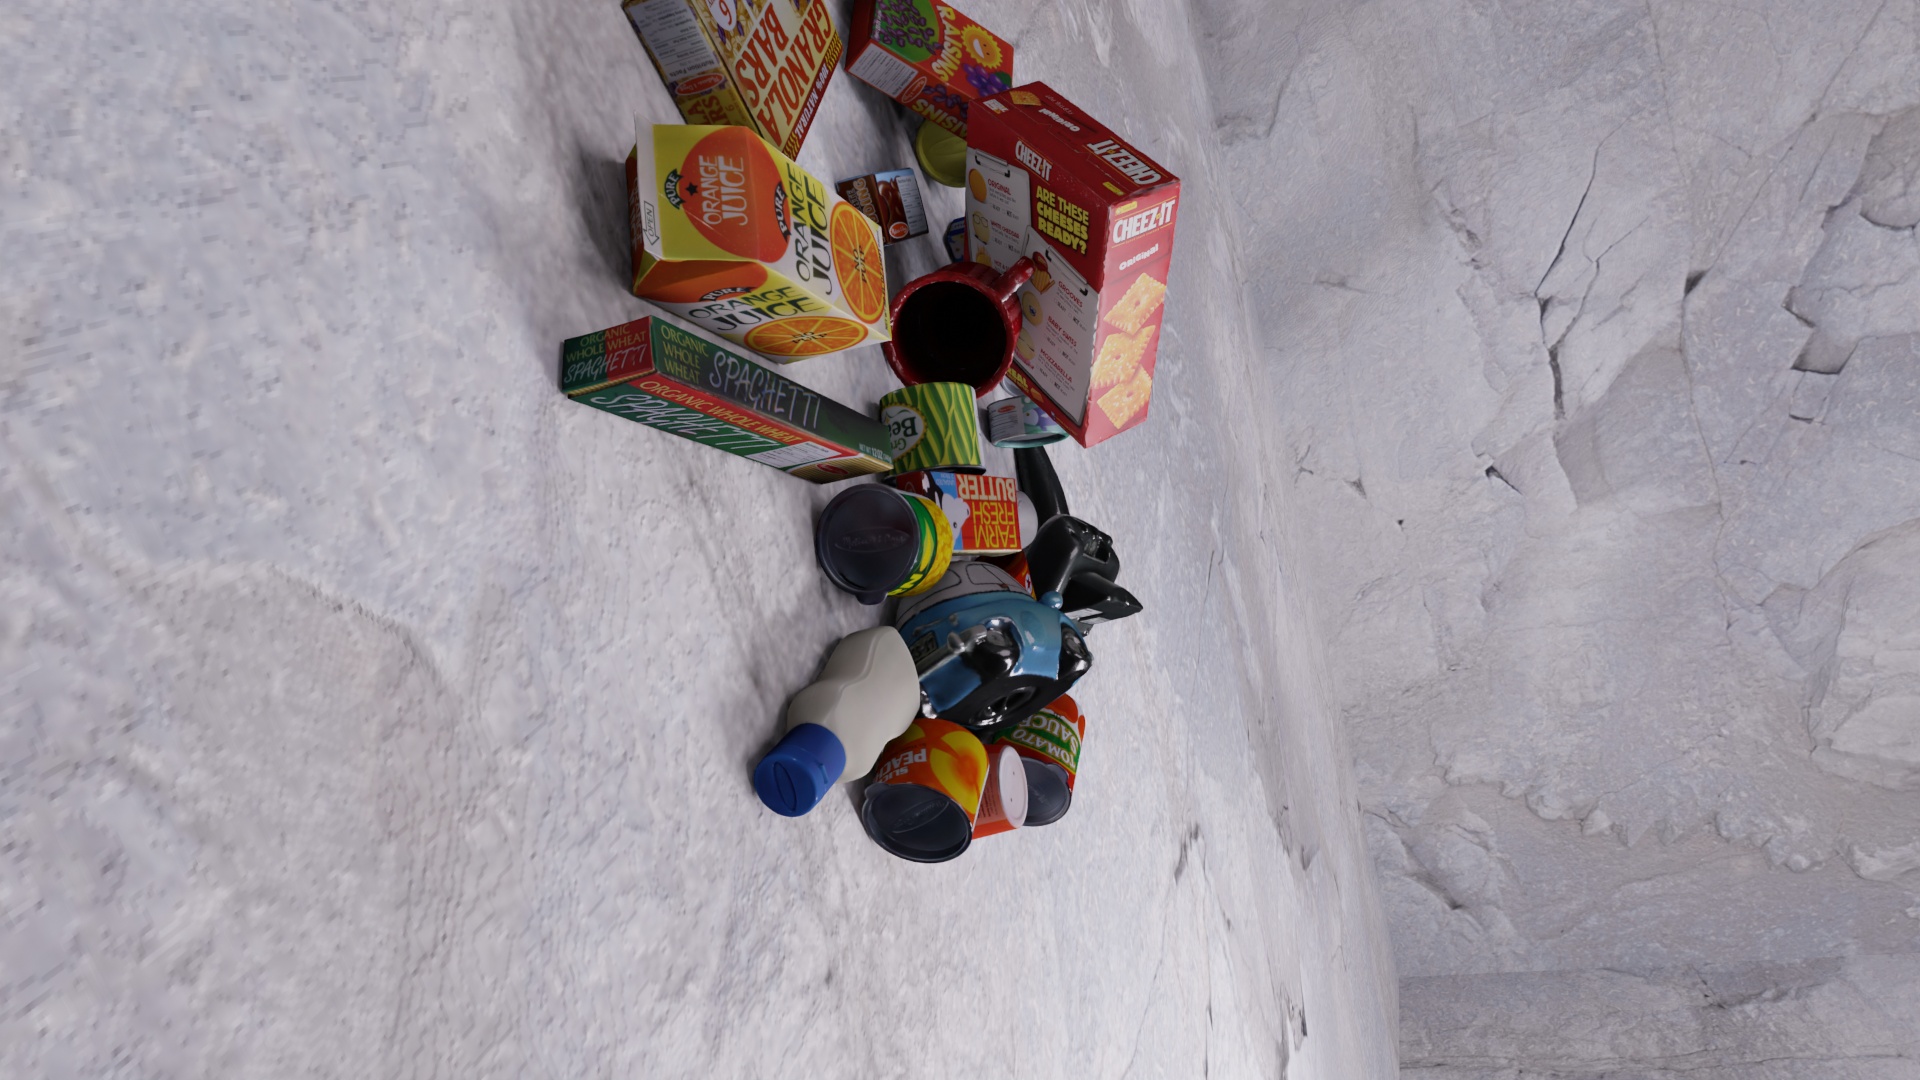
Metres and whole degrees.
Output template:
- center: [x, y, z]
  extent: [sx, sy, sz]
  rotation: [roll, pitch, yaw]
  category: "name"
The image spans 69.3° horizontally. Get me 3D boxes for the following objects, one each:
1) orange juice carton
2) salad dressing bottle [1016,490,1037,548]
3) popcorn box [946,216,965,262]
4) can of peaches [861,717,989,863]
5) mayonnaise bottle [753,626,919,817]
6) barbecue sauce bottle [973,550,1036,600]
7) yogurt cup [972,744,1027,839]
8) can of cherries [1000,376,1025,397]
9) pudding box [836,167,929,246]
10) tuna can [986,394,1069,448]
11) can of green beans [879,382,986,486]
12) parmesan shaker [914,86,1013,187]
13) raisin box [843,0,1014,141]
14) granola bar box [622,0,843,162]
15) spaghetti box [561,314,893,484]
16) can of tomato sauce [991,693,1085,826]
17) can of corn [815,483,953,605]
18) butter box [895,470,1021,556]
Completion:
- center: [-0.110, -0.153, 0.719]
  extent: [0.192, 0.073, 0.072]
  rotation: [18, 64, -67]
  category: "orange juice carton"
- center: [0.003, -0.012, 0.977]
  extent: [0.148, 0.064, 0.044]
  rotation: [-1, 70, -62]
  category: "salad dressing bottle"
- center: [0.062, -0.234, 1.133]
  extent: [0.038, 0.126, 0.085]
  rotation: [-78, 151, -55]
  category: "popcorn box"
- center: [-0.021, 0.147, 0.827]
  extent: [0.058, 0.071, 0.071]
  rotation: [-71, 145, -52]
  category: "can of peaches"
- center: [-0.066, 0.101, 0.765]
  extent: [0.149, 0.041, 0.064]
  rotation: [-45, 122, -64]
  category: "mayonnaise bottle"
- center: [0.046, 0.082, 1.062]
  extent: [0.065, 0.043, 0.148]
  rotation: [-59, 135, -63]
  category: "barbecue sauce bottle"
- center: [0.010, 0.165, 0.916]
  extent: [0.072, 0.054, 0.072]
  rotation: [-12, 91, -69]
  category: "yogurt cup"
- center: [0.069, -0.162, 1.198]
  extent: [0.071, 0.071, 0.058]
  rotation: [51, 35, -53]
  category: "can of cherries"
- center: [-0.053, -0.231, 0.967]
  extent: [0.084, 0.030, 0.049]
  rotation: [-45, 124, -65]
  category: "pudding box"
- center: [0.058, -0.098, 1.142]
  extent: [0.071, 0.071, 0.033]
  rotation: [10, 73, -68]
  category: "tuna can"
- center: [-0.019, -0.070, 0.930]
  extent: [0.071, 0.071, 0.058]
  rotation: [13, 68, -68]
  category: "can of green beans"
- center: [0.005, -0.339, 1.116]
  extent: [0.103, 0.071, 0.071]
  rotation: [-75, 148, -49]
  category: "parmesan shaker"
- center: [-0.021, -0.352, 1.016]
  extent: [0.123, 0.040, 0.086]
  rotation: [22, 53, -29]
  category: "raisin box"
- center: [-0.123, -0.295, 0.799]
  extent: [0.166, 0.039, 0.123]
  rotation: [-79, 151, -43]
  category: "granola bar box"
- center: [-0.108, -0.065, 0.716]
  extent: [0.250, 0.050, 0.029]
  rotation: [18, 62, -67]
  category: "spaghetti box"
- center: [0.055, 0.155, 1.017]
  extent: [0.083, 0.071, 0.071]
  rotation: [-69, 143, -55]
  category: "can of tomato sauce"
- center: [-0.044, 0.004, 0.831]
  extent: [0.058, 0.071, 0.071]
  rotation: [9, 72, -69]
  category: "can of corn"
- center: [0.000, -0.016, 0.904]
  extent: [0.104, 0.024, 0.053]
  rotation: [0, 82, -53]
  category: "butter box"
